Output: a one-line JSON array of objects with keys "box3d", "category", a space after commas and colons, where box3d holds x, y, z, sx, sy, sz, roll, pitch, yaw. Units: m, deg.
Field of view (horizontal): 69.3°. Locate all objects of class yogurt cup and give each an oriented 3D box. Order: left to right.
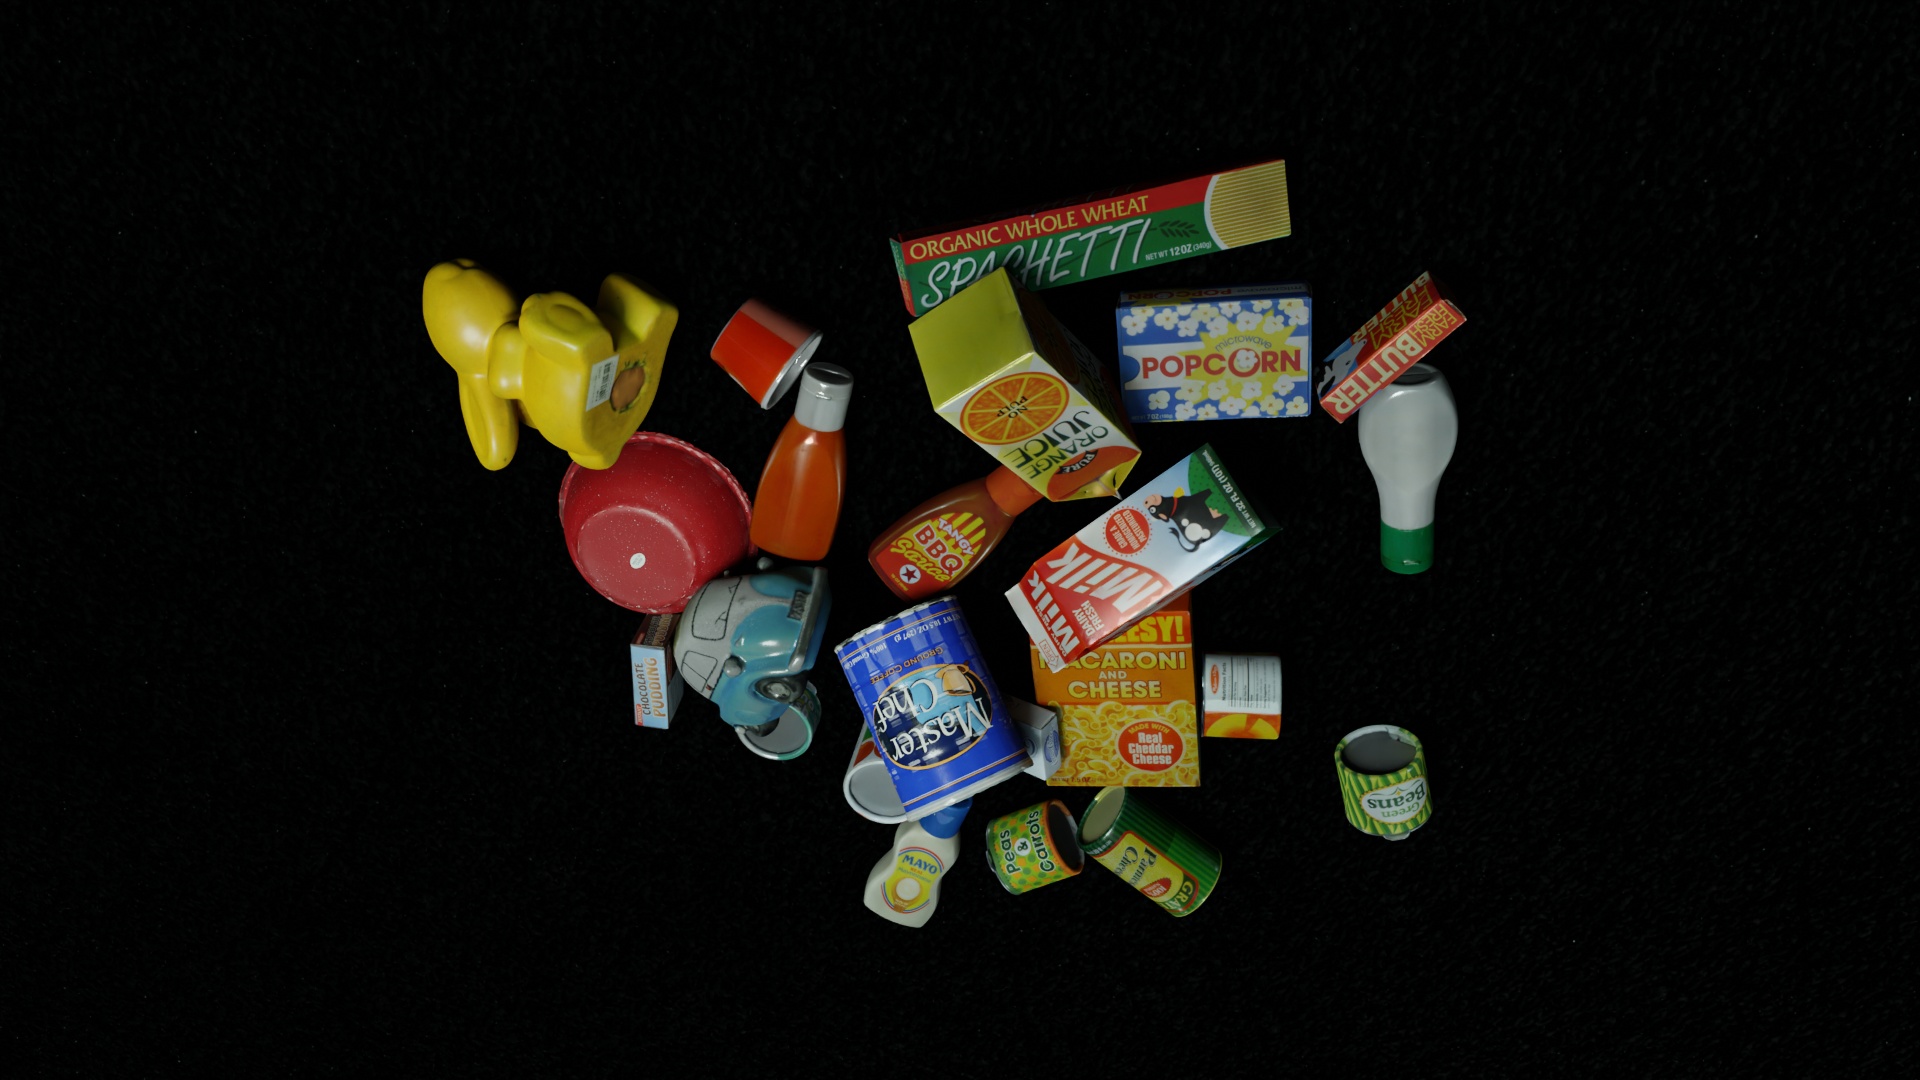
[{"box3d": [-0.136, -0.133, 0.966, 0.054, 0.073, 0.072, 37, 119, -3], "category": "yogurt cup"}]

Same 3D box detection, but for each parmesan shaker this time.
[{"box3d": [0.152, 0.253, 1.140, 0.103, 0.072, 0.071, 37, 119, -12], "category": "parmesan shaker"}]

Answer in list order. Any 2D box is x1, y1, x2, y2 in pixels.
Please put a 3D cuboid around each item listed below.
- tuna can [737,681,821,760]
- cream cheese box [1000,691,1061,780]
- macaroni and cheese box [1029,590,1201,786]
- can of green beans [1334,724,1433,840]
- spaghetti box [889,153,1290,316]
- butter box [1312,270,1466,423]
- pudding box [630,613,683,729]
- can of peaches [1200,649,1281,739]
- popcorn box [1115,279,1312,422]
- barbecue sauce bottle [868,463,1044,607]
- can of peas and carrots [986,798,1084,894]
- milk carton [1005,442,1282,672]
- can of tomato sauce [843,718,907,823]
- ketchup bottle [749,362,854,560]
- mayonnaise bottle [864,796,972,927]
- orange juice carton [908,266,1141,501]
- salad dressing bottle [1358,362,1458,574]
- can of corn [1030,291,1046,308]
[{"box3d": [-0.149, 0.145, 1.146, 0.071, 0.033, 0.070, 4, 121, 7], "category": "tuna can"}, {"box3d": [0.031, 0.147, 1.096, 0.104, 0.024, 0.053, 17, 129, 35], "category": "cream cheese box"}, {"box3d": [0.121, 0.115, 1.080, 0.124, 0.040, 0.165, -2, 120, 11], "category": "macaroni and cheese box"}, {"box3d": [0.326, 0.184, 1.070, 0.071, 0.071, 0.057, -10, 117, 15], "category": "can of green beans"}, {"box3d": [0.083, -0.191, 0.870, 0.250, 0.029, 0.050, -13, 113, -4], "category": "spaghetti box"}, {"box3d": [0.277, -0.127, 0.906, 0.024, 0.053, 0.103, 39, 119, -15], "category": "butter box"}, {"box3d": [-0.245, 0.105, 1.129, 0.030, 0.050, 0.083, 7, 121, 3], "category": "pudding box"}, {"box3d": [0.212, 0.117, 1.052, 0.058, 0.071, 0.071, 1, 120, 9], "category": "can of peaches"}, {"box3d": [0.171, -0.126, 0.933, 0.127, 0.038, 0.084, -2, 121, 10], "category": "popcorn box"}, {"box3d": [0.004, -0.013, 1.023, 0.148, 0.044, 0.065, -37, 104, 25], "category": "barbecue sauce bottle"}, {"box3d": [0.061, 0.253, 1.152, 0.058, 0.071, 0.070, -24, 113, 21], "category": "can of peas and carrots"}, {"box3d": [0.123, 0.015, 0.977, 0.190, 0.073, 0.072, -35, 78, 18], "category": "milk carton"}, {"box3d": [-0.052, 0.176, 1.118, 0.071, 0.083, 0.070, 4, 121, 8], "category": "can of tomato sauce"}, {"box3d": [-0.111, -0.057, 1.016, 0.065, 0.044, 0.148, 14, 121, -6], "category": "ketchup bottle"}, {"box3d": [-0.032, 0.267, 1.192, 0.065, 0.041, 0.147, 23, 121, -2], "category": "mayonnaise bottle"}, {"box3d": [0.054, -0.089, 0.899, 0.073, 0.072, 0.192, -30, 146, 20], "category": "orange juice carton"}, {"box3d": [0.307, -0.047, 0.953, 0.064, 0.044, 0.147, -4, 120, 10], "category": "salad dressing bottle"}, {"box3d": [0.017, -0.161, 0.924, 0.071, 0.071, 0.058, -29, 112, 23], "category": "can of corn"}]
